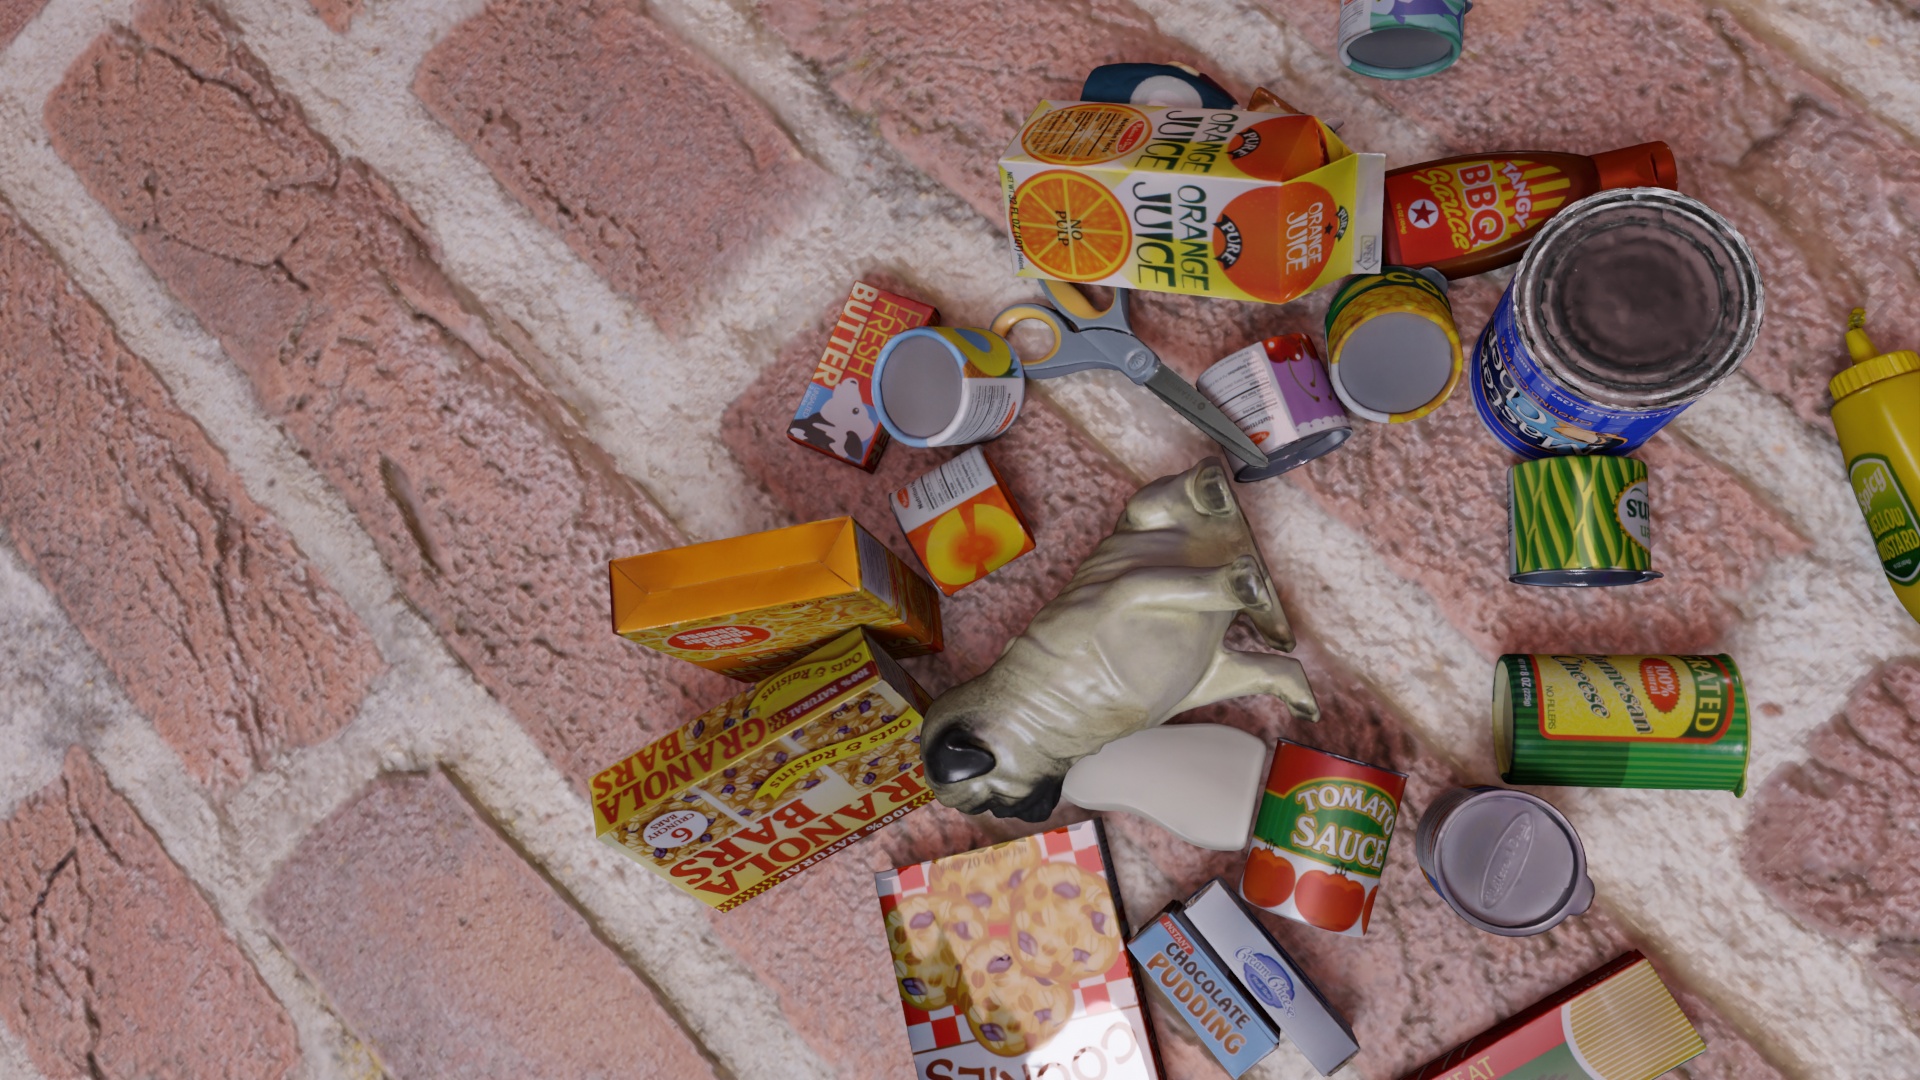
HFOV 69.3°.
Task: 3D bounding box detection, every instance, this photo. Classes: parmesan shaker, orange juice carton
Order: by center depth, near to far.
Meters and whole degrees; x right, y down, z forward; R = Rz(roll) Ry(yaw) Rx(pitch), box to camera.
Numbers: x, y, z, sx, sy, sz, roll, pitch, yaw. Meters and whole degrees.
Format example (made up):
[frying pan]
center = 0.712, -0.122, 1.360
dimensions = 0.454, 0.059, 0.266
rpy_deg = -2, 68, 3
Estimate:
[parmesan shaker]
center = 0.318, 0.090, 0.676
dimensions = 0.103, 0.071, 0.071
rpy_deg = -1, 82, 12
[orange juice carton]
center = 0.123, -0.178, 0.727
dimensions = 0.193, 0.071, 0.073
rpy_deg = 11, 47, 22

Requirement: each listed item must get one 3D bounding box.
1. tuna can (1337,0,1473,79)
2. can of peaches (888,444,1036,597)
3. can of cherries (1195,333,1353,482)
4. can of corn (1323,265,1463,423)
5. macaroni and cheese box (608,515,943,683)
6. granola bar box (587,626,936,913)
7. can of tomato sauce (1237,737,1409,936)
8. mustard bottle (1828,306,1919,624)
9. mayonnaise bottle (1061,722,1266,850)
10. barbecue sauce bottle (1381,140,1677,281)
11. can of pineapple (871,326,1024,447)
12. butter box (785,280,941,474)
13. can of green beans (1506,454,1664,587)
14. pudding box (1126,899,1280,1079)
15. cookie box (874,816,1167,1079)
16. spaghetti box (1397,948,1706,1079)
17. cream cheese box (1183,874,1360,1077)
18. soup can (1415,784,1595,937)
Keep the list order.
[tuna can]
center = 0.241, -0.279, 0.753
dimensions = 0.071, 0.071, 0.033
rpy_deg = 5, 84, 13
[can of peaches]
center = 0.003, -0.010, 0.764
dimensions = 0.058, 0.071, 0.071
rpy_deg = -30, 77, 6
[can of cherries]
center = 0.167, -0.070, 0.739
dimensions = 0.071, 0.071, 0.058
rpy_deg = -22, 77, 8
[can of corn]
center = 0.224, -0.103, 0.717
dimensions = 0.071, 0.058, 0.070
rpy_deg = 5, 120, 9
[macaroni and cheese box]
center = -0.088, 0.035, 0.722
dimensions = 0.124, 0.166, 0.040
rpy_deg = -10, 74, 11
[granola bar box]
center = -0.090, 0.124, 0.731
dimensions = 0.165, 0.124, 0.039
rpy_deg = -30, 50, 6
[can of tomato sauce]
center = 0.182, 0.148, 0.697
dimensions = 0.071, 0.071, 0.083
rpy_deg = 15, 86, 14
[mustard bottle]
center = 0.460, -0.039, 0.672
dimensions = 0.049, 0.065, 0.160
rpy_deg = -15, 73, 4
[mayonnaise bottle]
center = 0.084, 0.117, 0.738
dimensions = 0.148, 0.041, 0.065
rpy_deg = 12, 77, 15
[barbecue sauce bottle]
center = 0.296, -0.178, 0.737
dimensions = 0.148, 0.043, 0.065
rpy_deg = -10, 82, 10
[can of pineapple]
center = -0.008, -0.086, 0.769
dimensions = 0.071, 0.058, 0.071
rpy_deg = 5, 98, 33
[butter box]
center = -0.056, -0.096, 0.809
dimensions = 0.053, 0.024, 0.103
rpy_deg = 23, 87, 15
[can of green beans]
center = 0.309, -0.009, 0.696
dimensions = 0.071, 0.071, 0.058
rpy_deg = 0, 81, 12
[pudding box]
center = 0.125, 0.227, 0.707
dimensions = 0.030, 0.049, 0.084
rpy_deg = -42, 76, 5
[cookie box]
center = 0.034, 0.243, 0.730
dimensions = 0.123, 0.040, 0.167
rpy_deg = -16, 77, 9
[spaghetti box]
center = 0.240, 0.286, 0.684
dimensions = 0.250, 0.028, 0.050
rpy_deg = -32, 75, 6
[cream cheese box]
center = 0.155, 0.217, 0.700
dimensions = 0.024, 0.053, 0.104
rpy_deg = -41, 76, 2
[soup can]
center = 0.261, 0.154, 0.672
dimensions = 0.071, 0.083, 0.071
rpy_deg = -2, 82, 12
